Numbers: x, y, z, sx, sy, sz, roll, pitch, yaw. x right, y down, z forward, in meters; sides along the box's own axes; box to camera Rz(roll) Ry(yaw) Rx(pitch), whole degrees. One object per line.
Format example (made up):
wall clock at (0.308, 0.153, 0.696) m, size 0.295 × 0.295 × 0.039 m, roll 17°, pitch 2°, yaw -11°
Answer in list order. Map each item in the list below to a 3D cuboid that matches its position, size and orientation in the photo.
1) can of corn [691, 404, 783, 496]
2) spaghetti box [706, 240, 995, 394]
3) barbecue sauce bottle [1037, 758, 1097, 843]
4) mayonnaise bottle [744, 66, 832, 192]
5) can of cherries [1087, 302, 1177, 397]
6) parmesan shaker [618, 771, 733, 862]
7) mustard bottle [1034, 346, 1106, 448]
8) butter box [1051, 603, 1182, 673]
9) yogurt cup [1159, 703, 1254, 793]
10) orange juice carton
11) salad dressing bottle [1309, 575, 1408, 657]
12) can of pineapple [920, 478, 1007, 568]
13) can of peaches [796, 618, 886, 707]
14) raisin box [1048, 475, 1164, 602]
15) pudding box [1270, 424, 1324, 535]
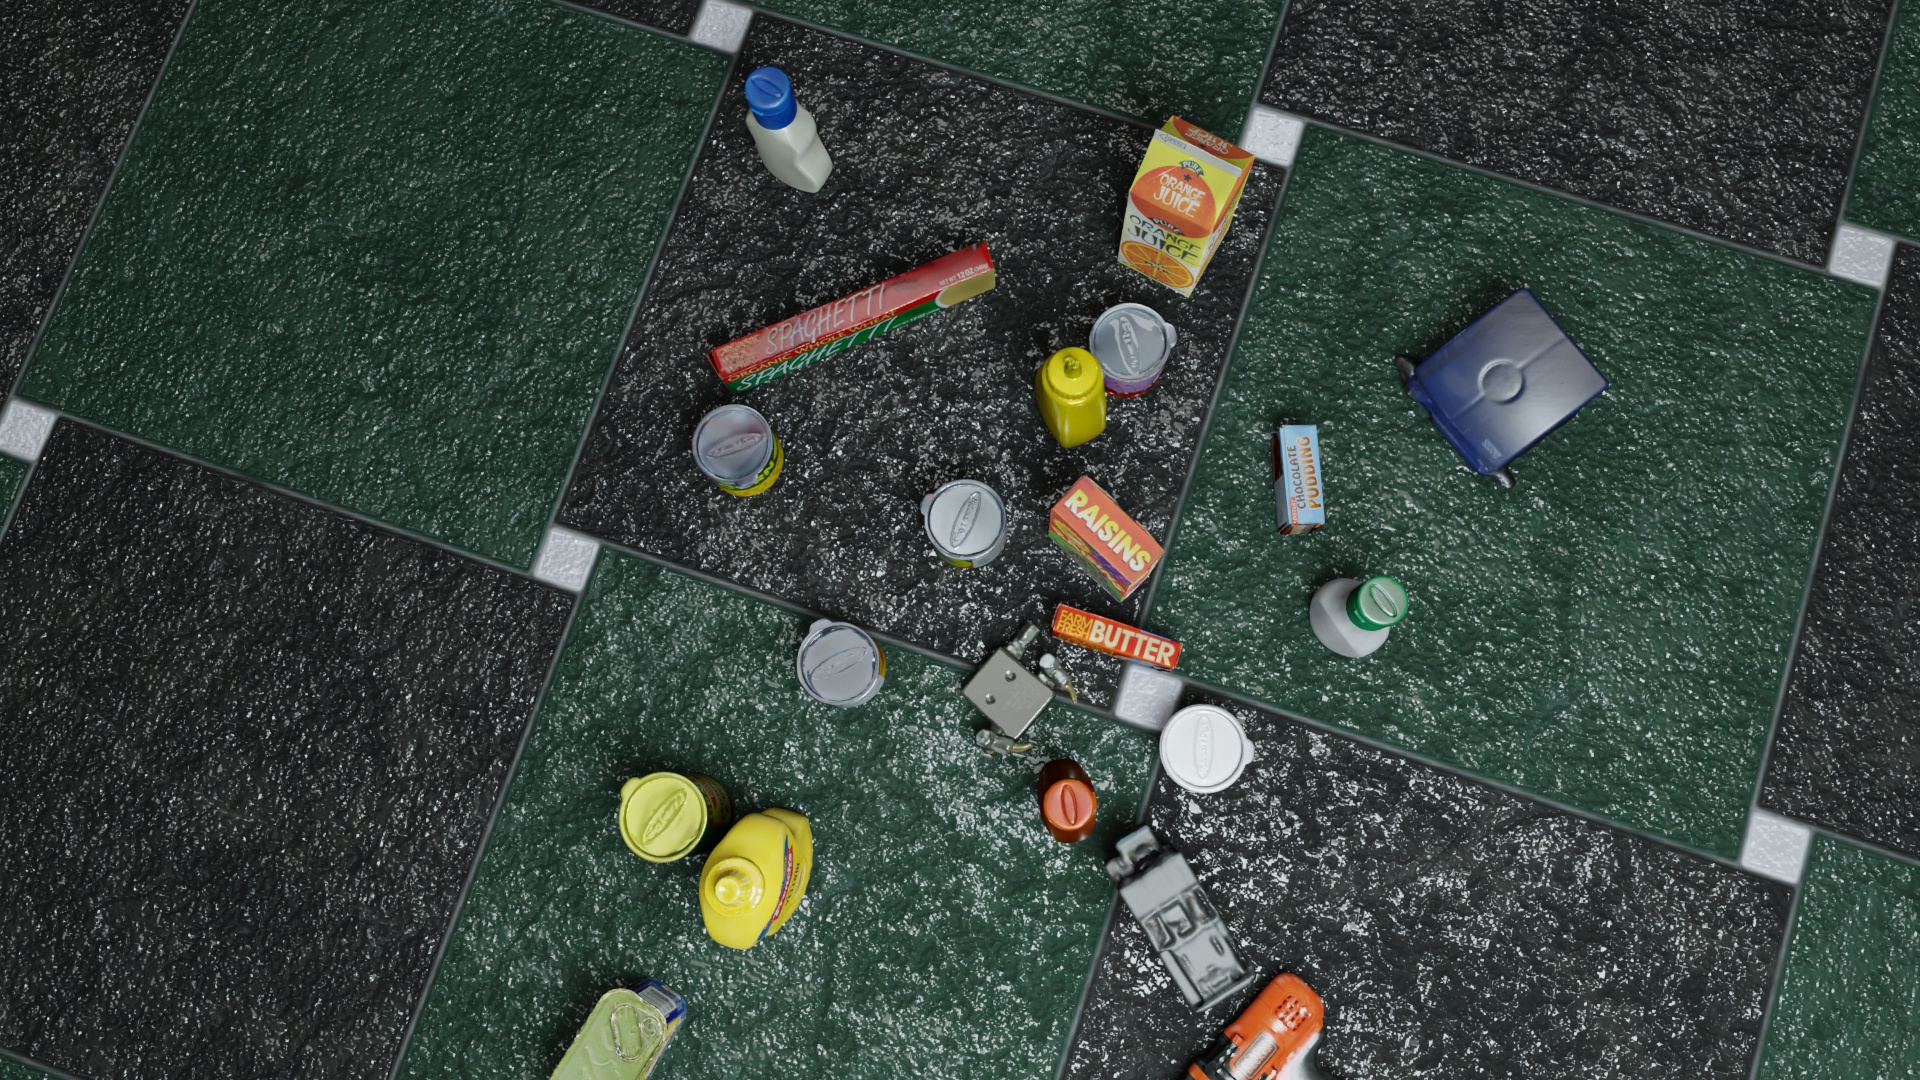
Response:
can of corn at (-0.182, -0.071, 1.151) m, size 0.071 × 0.058 × 0.071 m, roll 0°, pitch 80°, yaw 3°
spaghetti box at (-0.089, -0.187, 1.171) m, size 0.250 × 0.050 × 0.029 m, roll -22°, pitch 80°, yaw -1°
barbecue sauce bottle at (0.080, 0.197, 1.046) m, size 0.044 × 0.148 × 0.065 m, roll -9°, pitch 80°, yaw 1°
mayonnaise bottle at (-0.146, -0.340, 1.151) m, size 0.065 × 0.148 × 0.041 m, roll 30°, pitch 83°, yaw 7°
can of cherries at (0.141, -0.156, 1.151) m, size 0.071 × 0.058 × 0.071 m, roll 0°, pitch 80°, yaw 3°
parmesan shaker at (-0.220, 0.211, 1.080) m, size 0.071 × 0.103 × 0.071 m, roll 0°, pitch 81°, yaw 3°
mustard bottle at (0.088, -0.119, 1.095) m, size 0.049 × 0.160 × 0.065 m, roll -25°, pitch 80°, yaw -1°
butter box at (0.124, 0.079, 1.113) m, size 0.103 × 0.053 × 0.024 m, roll 18°, pitch 82°, yaw 5°
yogurt cup at (0.189, 0.164, 1.095) m, size 0.072 × 0.054 × 0.072 m, roll 0°, pitch 80°, yaw 3°
orange juice carton at (0.178, -0.269, 1.101) m, size 0.072 × 0.192 × 0.073 m, roll 29°, pitch 83°, yaw 7°
salad dressing bottle at (0.305, 0.055, 1.061) m, size 0.044 × 0.147 × 0.064 m, roll -34°, pitch 81°, yaw -3°
can of pineapple at (0.004, -0.014, 1.133) m, size 0.071 × 0.058 × 0.071 m, roll 0°, pitch 80°, yaw 3°
can of peaches at (-0.096, 0.099, 1.117) m, size 0.071 × 0.058 × 0.071 m, roll 0°, pitch 80°, yaw 3°
raisin box at (0.113, 0.001, 1.092) m, size 0.086 × 0.123 × 0.040 m, roll 44°, pitch 85°, yaw 9°
pudding box at (0.274, -0.049, 1.131) m, size 0.030 × 0.049 × 0.084 m, roll -3°, pitch 80°, yaw 2°
